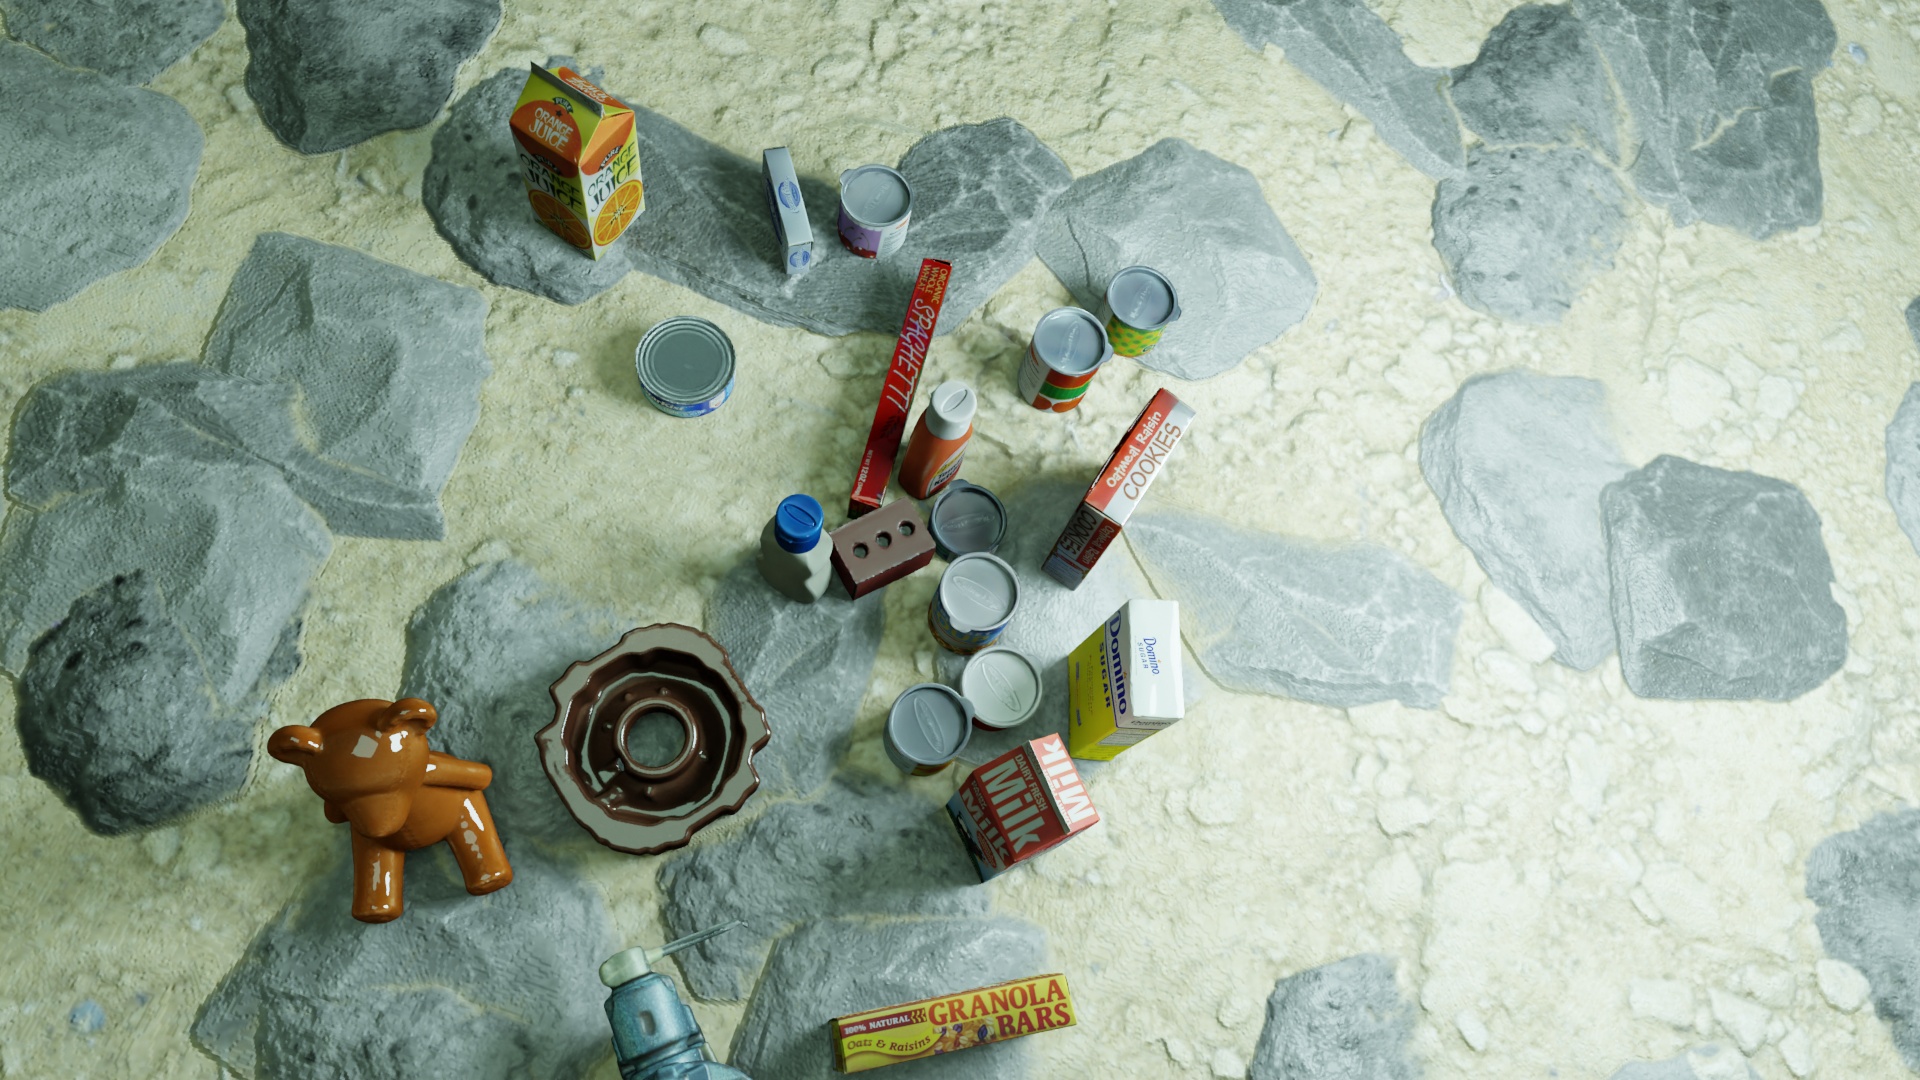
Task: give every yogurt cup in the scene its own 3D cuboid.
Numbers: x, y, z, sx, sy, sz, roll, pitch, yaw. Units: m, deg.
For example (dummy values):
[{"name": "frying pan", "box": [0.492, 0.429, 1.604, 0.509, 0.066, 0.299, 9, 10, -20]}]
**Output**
[{"name": "yogurt cup", "box": [0.030, 0.125, 1.141, 0.072, 0.053, 0.072, 3, 70, -8]}]

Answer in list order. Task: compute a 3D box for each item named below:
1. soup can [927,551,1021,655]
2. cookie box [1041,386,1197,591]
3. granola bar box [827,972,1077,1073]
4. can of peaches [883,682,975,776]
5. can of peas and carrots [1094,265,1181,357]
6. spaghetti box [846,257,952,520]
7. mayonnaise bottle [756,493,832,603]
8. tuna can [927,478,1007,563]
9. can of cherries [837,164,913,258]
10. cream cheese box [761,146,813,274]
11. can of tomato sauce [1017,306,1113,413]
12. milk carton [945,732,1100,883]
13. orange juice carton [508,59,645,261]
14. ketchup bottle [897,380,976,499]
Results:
[{"name": "soup can", "box": [0.008, 0.056, 1.146, 0.071, 0.083, 0.071, 3, 70, -8]}, {"name": "cookie box", "box": [0.128, -0.040, 1.156, 0.040, 0.166, 0.123, 34, 69, 4]}, {"name": "granola bar box", "box": [-0.011, 0.351, 1.014, 0.166, 0.123, 0.039, -8, 72, -12]}, {"name": "can of peaches", "box": [-0.026, 0.152, 1.119, 0.071, 0.058, 0.071, 3, 70, -8]}, {"name": "can of peas and carrots", "box": [0.163, -0.209, 1.282, 0.071, 0.058, 0.071, 3, 70, -8]}, {"name": "spaghetti box", "box": [-0.053, -0.135, 1.224, 0.029, 0.050, 0.251, 16, 68, -3]}, {"name": "mayonnaise bottle", "box": [-0.131, 0.005, 1.108, 0.065, 0.147, 0.041, 33, 69, 3]}, {"name": "tuna can", "box": [0.004, -0.015, 1.199, 0.071, 0.032, 0.071, 3, 70, -8]}, {"name": "can of cherries", "box": [-0.081, -0.303, 1.277, 0.071, 0.058, 0.072, 3, 70, -8]}, {"name": "cream cheese box", "box": [-0.158, -0.300, 1.266, 0.024, 0.053, 0.104, -12, 73, -13]}, {"name": "can of tomato sauce", "box": [0.092, -0.159, 1.239, 0.071, 0.082, 0.071, 3, 70, -8]}, {"name": "milk carton", "box": [0.047, 0.200, 1.043, 0.073, 0.189, 0.072, -22, 75, -16]}, {"name": "orange juice carton", "box": [-0.323, -0.327, 1.174, 0.072, 0.192, 0.073, 34, 69, 4]}, {"name": "ketchup bottle", "box": [-0.017, -0.086, 1.159, 0.043, 0.148, 0.065, 42, 70, 7]}]
